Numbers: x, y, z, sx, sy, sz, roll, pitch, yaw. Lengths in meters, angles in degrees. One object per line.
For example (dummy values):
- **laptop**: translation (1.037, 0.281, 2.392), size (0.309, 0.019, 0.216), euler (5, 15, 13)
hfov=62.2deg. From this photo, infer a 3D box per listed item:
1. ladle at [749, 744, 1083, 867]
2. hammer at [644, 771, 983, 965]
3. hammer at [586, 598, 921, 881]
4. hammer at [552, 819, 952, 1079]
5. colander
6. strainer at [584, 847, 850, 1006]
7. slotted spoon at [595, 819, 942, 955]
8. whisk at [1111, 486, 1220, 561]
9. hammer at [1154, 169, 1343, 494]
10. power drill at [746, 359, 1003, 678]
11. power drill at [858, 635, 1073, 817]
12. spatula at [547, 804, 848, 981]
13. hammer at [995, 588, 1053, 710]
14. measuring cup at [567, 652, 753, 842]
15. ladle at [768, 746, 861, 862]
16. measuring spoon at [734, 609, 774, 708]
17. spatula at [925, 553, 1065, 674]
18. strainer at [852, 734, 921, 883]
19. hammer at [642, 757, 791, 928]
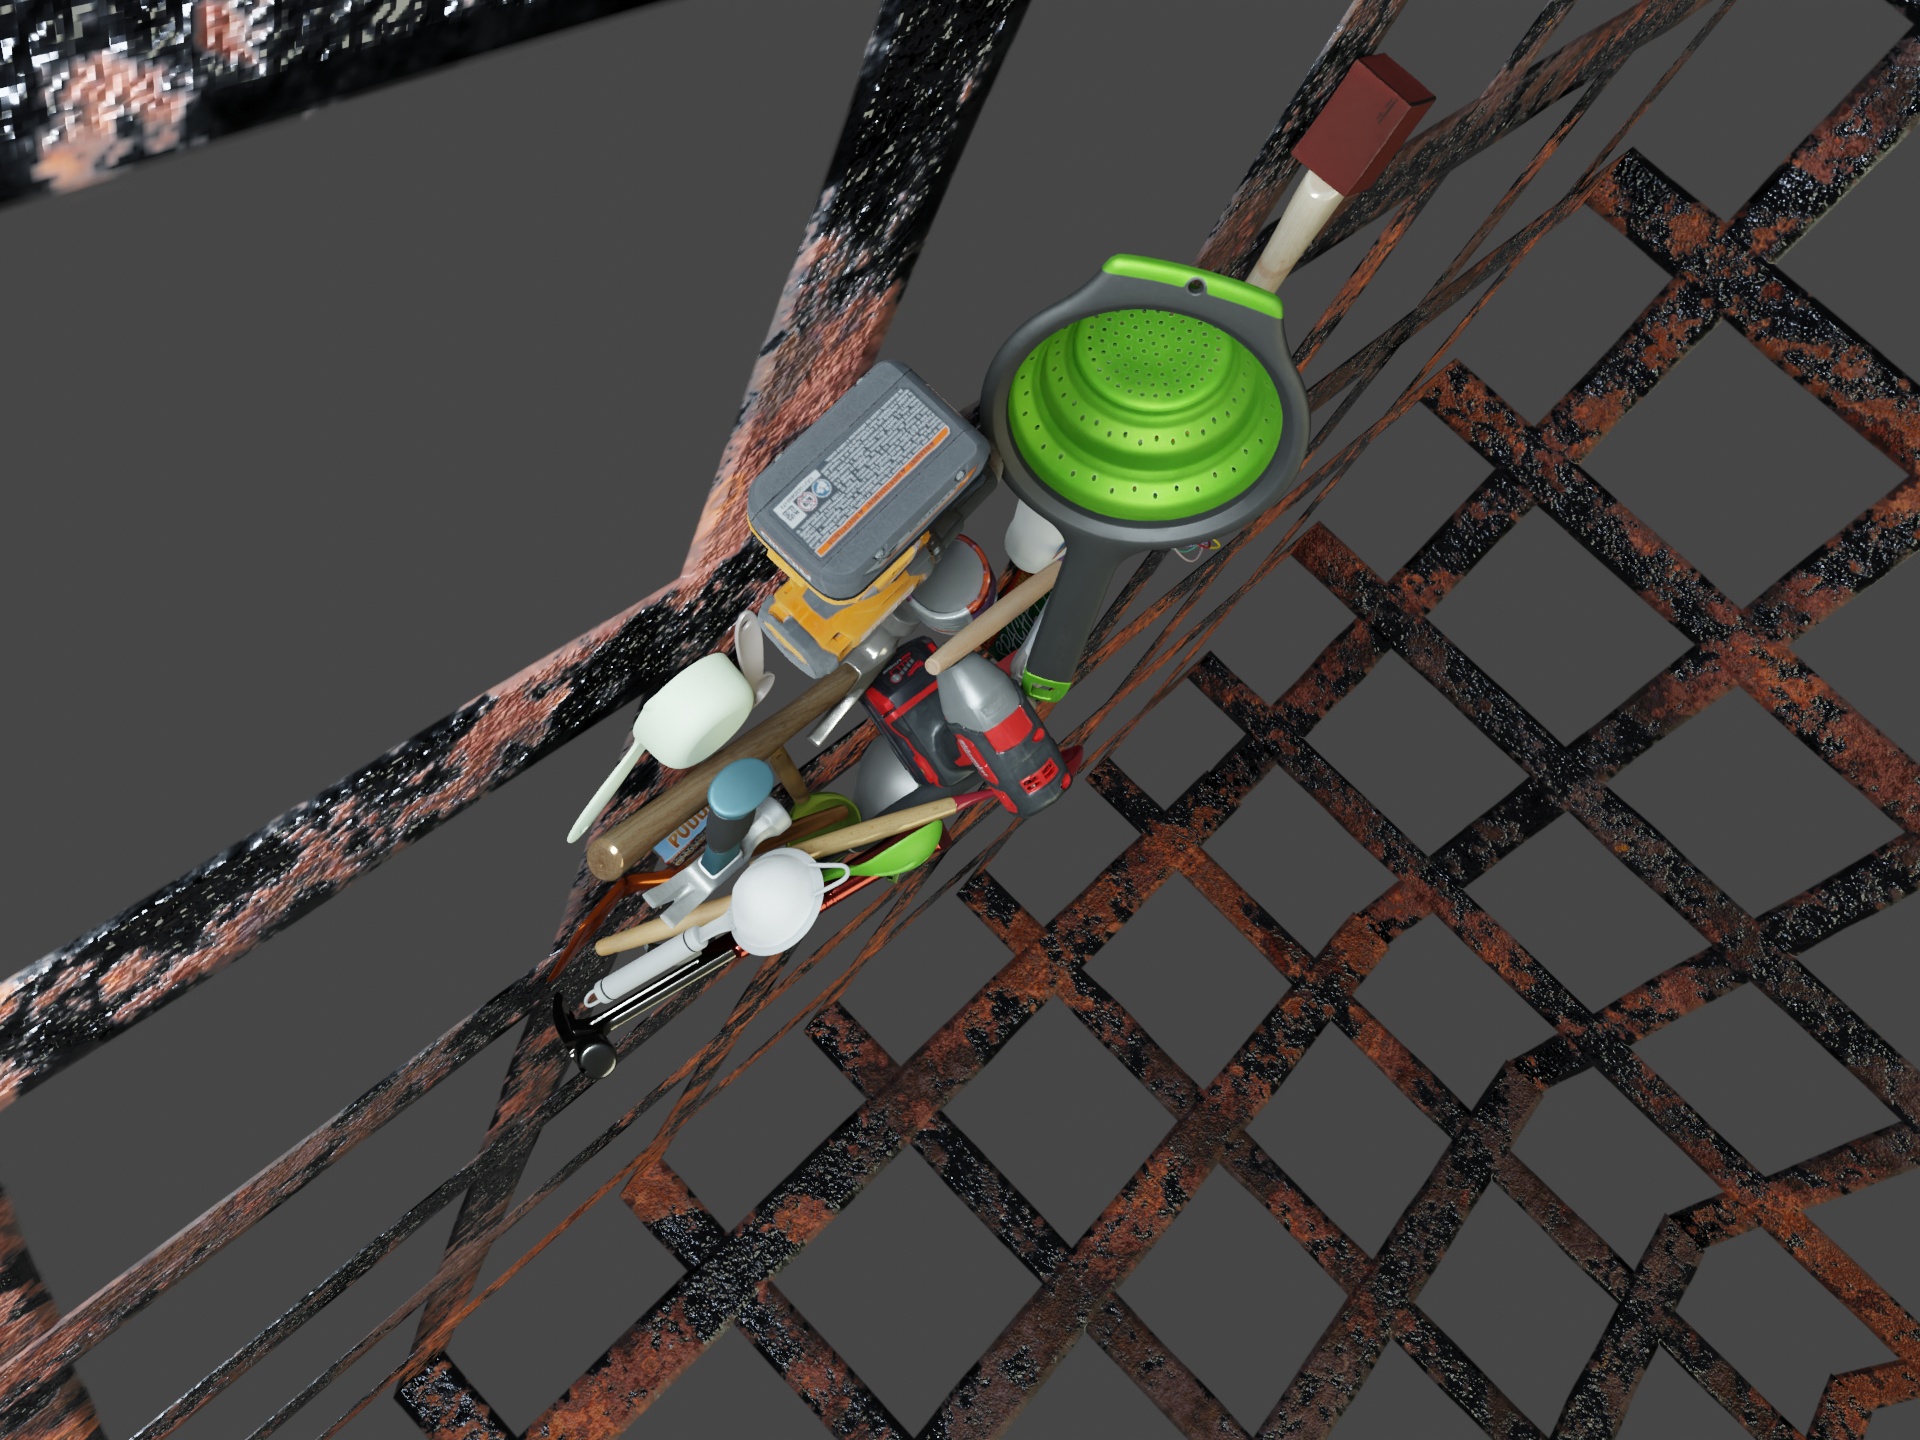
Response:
- **ladle**: translation (-0.029, 0.076, 1.312), size (0.315, 0.031, 0.069), euler (-16, 179, -27)
- **hammer**: translation (-0.109, 0.116, 1.418), size (0.409, 0.036, 0.149), euler (-32, 170, 14)
- **hammer**: translation (-0.146, 0.019, 1.128), size (0.331, 0.031, 0.130), euler (-41, 172, -48)
- **hammer**: translation (-0.169, 0.173, 1.325), size (0.359, 0.036, 0.149), euler (-30, -162, -14)
- **colander**: translation (0.103, -0.163, 1.074), size (0.396, 0.204, 0.095), euler (108, -4, -50)
- **strainer**: translation (-0.199, 0.165, 1.223), size (0.258, 0.087, 0.050), euler (-31, 141, 22)
- **slotted spoon**: translation (-0.156, 0.141, 1.285), size (0.314, 0.031, 0.070), euler (-19, 175, 13)
- **whisk**: translation (0.165, -0.190, 1.380), size (0.051, 0.047, 0.244), euler (-47, 148, 14)
- **hammer**: translation (0.217, -0.310, 1.346), size (0.146, 0.038, 0.410), euler (-39, 169, -40)
- **power drill**: translation (-0.038, -0.122, 0.908), size (0.185, 0.084, 0.226), euler (-45, 175, -11)
- **power drill**: translation (-0.002, -0.004, 1.244), size (0.078, 0.143, 0.220), euler (-38, -164, -13)
- **spatula**: translation (-0.202, 0.124, 1.288), size (0.322, 0.041, 0.081), euler (-19, 154, -47)
- **hammer**: translation (0.035, -0.046, 1.481), size (0.143, 0.038, 0.386), euler (-62, -173, -12)
- **measuring cup**: translation (-0.191, 0.029, 1.006), size (0.167, 0.038, 0.083), euler (-49, 170, 18)
- **ladle**: translation (-0.136, 0.070, 1.393), size (0.078, 0.062, 0.320), euler (-37, 167, -8)
- **measuring spoon**: translation (-0.139, -0.042, 1.023), size (0.034, 0.018, 0.124), euler (-46, 165, -21)
- **spatula**: translation (0.064, -0.107, 1.207), size (0.316, 0.018, 0.059), euler (-40, 165, -46)
- **strainer**: translation (-0.061, 0.047, 1.505), size (0.256, 0.069, 0.152), euler (113, -12, -66)
- **hammer**: translation (-0.158, 0.075, 1.083), size (0.128, 0.033, 0.331), euler (-42, 177, -17)
